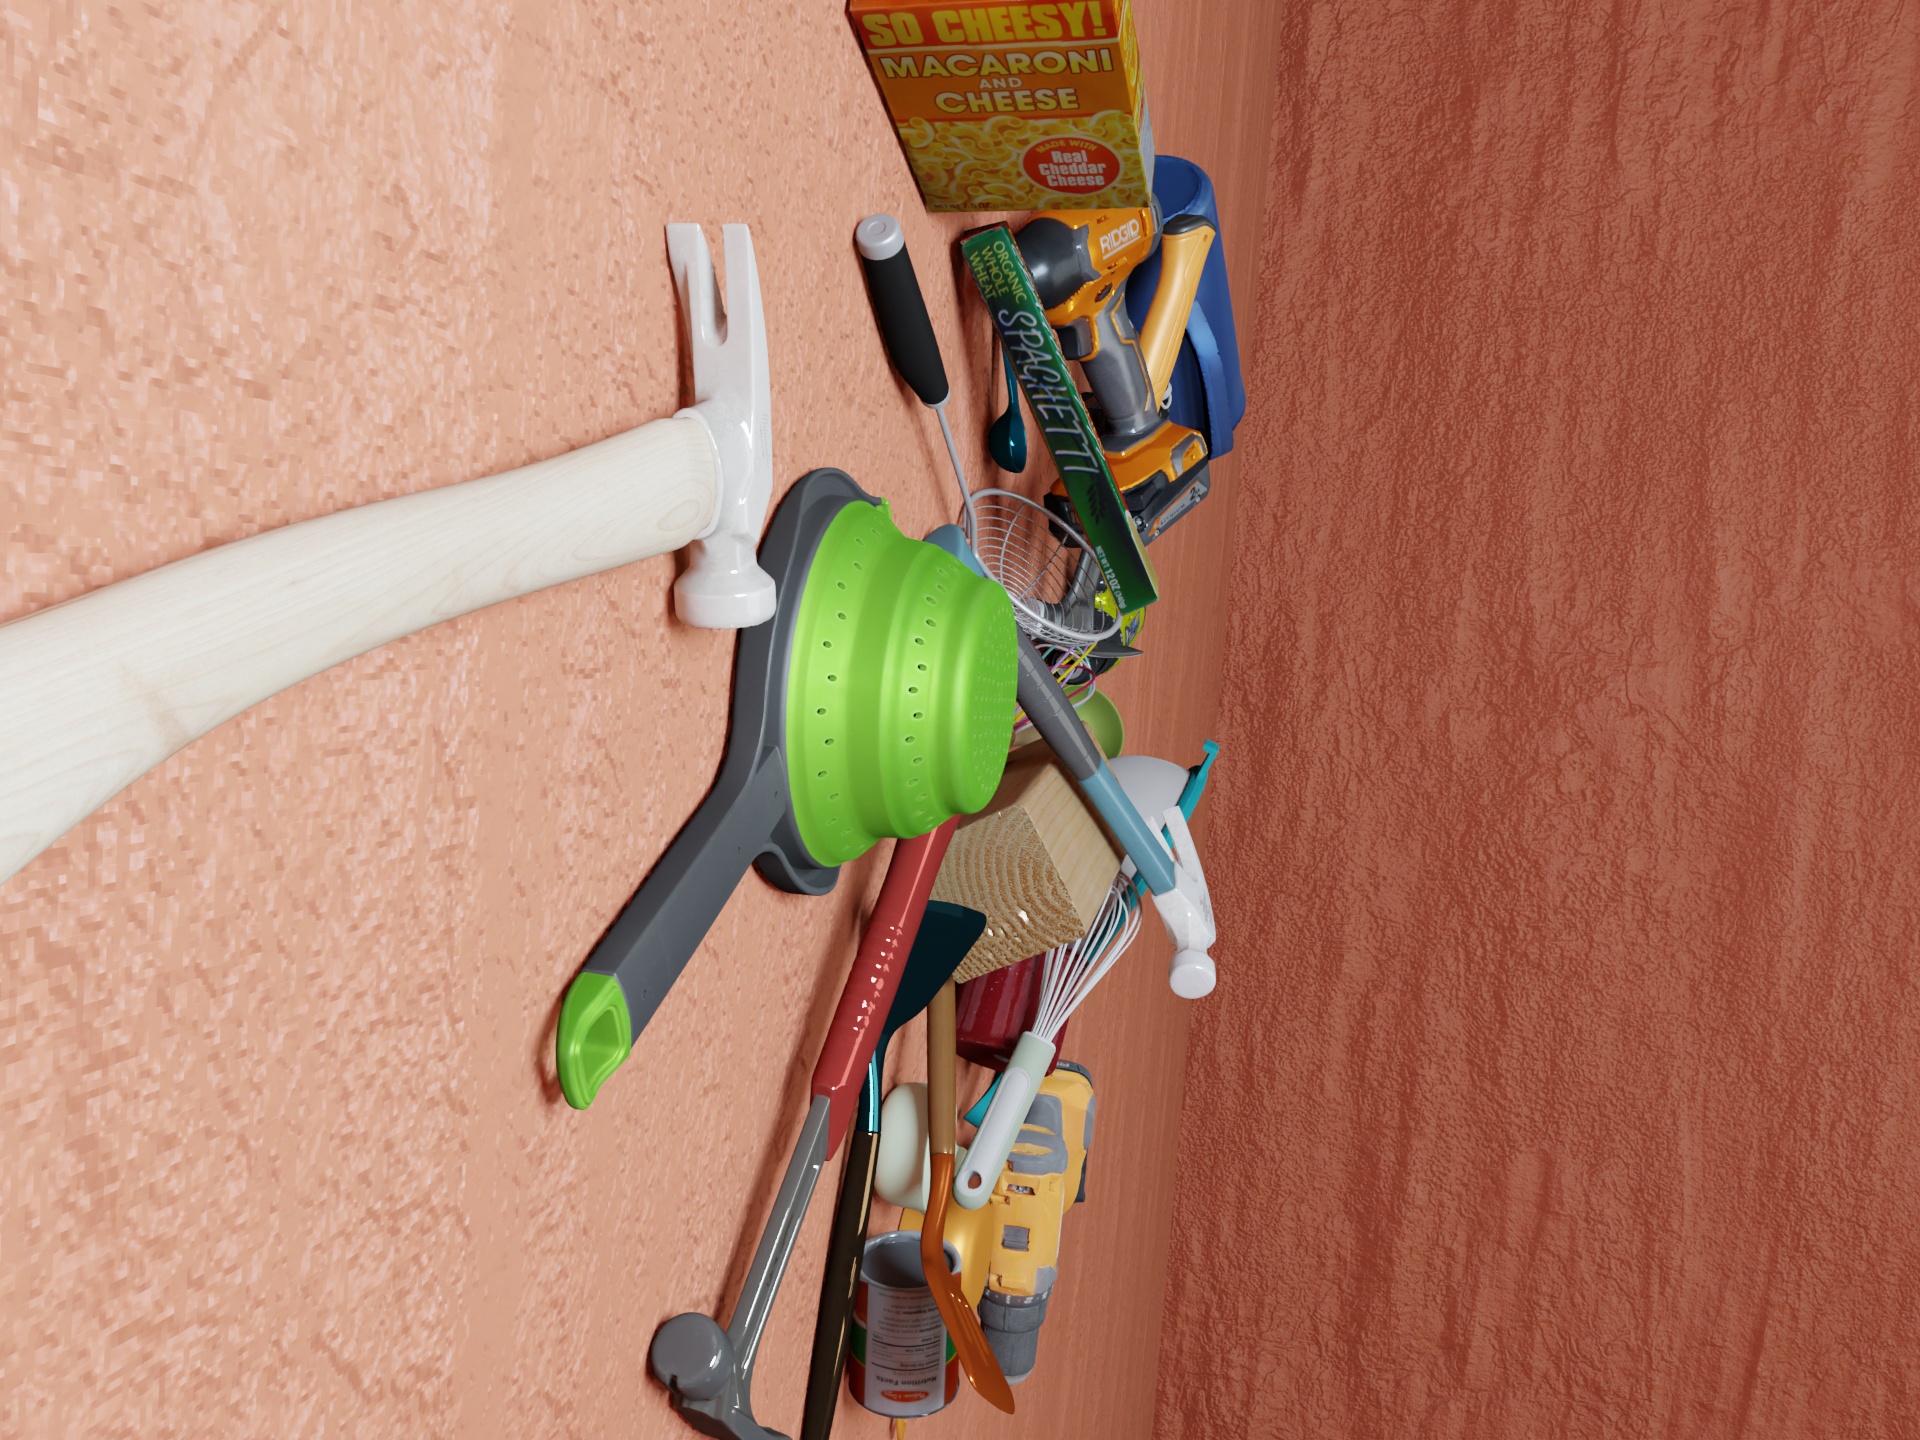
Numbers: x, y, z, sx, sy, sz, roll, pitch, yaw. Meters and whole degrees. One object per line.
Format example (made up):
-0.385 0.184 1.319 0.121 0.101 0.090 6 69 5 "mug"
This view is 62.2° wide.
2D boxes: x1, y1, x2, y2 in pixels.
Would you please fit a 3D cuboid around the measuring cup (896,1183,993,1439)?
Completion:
-0.012 0.396 1.061 0.095 0.052 0.173 17 77 -76 "measuring cup"

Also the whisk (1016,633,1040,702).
-0.001 -0.002 0.971 0.239 0.055 0.055 -52 145 -58 "whisk"

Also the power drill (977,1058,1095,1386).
0.051 0.370 1.205 0.226 0.084 0.185 -45 140 -79 "power drill"

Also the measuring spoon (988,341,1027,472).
0.025 -0.228 1.057 0.042 0.021 0.128 -35 120 -69 "measuring spoon"

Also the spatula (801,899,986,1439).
-0.049 0.256 0.883 0.082 0.044 0.317 20 77 -51 "spatula"

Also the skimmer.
0.024 -0.162 0.917 0.362 0.090 0.127 66 1 -59 "skimmer"

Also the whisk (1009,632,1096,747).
0.035 0.002 1.070 0.245 0.047 0.051 -43 125 -52 "whisk"

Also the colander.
-0.048 0.026 0.687 0.397 0.094 0.204 -63 155 -56 "colander"

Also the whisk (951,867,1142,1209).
0.055 0.202 1.038 0.246 0.058 0.059 -63 160 -20 "whisk"

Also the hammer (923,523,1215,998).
0.072 0.019 0.986 0.330 0.033 0.128 55 23 -25 "hammer"

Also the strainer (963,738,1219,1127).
0.068 0.150 1.238 0.340 0.095 0.211 -54 176 -25 "strainer"

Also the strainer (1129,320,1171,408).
0.107 -0.306 1.187 0.258 0.050 0.087 41 64 -52 "strainer"

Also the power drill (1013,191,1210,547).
0.088 -0.232 1.067 0.164 0.084 0.226 -40 124 -41 "power drill"

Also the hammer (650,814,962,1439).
-0.054 0.169 0.791 0.149 0.037 0.359 75 29 -54 "hammer"

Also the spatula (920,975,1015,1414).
-0.002 0.229 0.926 0.080 0.041 0.323 60 23 -53 "spatula"

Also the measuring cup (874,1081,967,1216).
-0.022 0.276 1.014 0.167 0.038 0.083 67 32 -66 "measuring cup"

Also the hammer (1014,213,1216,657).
0.134 -0.212 1.204 0.127 0.034 0.337 10 99 -46 "hammer"

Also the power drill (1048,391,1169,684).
0.117 -0.148 1.326 0.190 0.080 0.228 -47 143 -65 "power drill"

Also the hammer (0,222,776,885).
-0.139 -0.052 0.416 0.411 0.038 0.146 -49 140 -67 "hammer"

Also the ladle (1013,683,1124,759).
0.064 0.006 1.217 0.078 0.062 0.320 70 16 7 "ladle"
